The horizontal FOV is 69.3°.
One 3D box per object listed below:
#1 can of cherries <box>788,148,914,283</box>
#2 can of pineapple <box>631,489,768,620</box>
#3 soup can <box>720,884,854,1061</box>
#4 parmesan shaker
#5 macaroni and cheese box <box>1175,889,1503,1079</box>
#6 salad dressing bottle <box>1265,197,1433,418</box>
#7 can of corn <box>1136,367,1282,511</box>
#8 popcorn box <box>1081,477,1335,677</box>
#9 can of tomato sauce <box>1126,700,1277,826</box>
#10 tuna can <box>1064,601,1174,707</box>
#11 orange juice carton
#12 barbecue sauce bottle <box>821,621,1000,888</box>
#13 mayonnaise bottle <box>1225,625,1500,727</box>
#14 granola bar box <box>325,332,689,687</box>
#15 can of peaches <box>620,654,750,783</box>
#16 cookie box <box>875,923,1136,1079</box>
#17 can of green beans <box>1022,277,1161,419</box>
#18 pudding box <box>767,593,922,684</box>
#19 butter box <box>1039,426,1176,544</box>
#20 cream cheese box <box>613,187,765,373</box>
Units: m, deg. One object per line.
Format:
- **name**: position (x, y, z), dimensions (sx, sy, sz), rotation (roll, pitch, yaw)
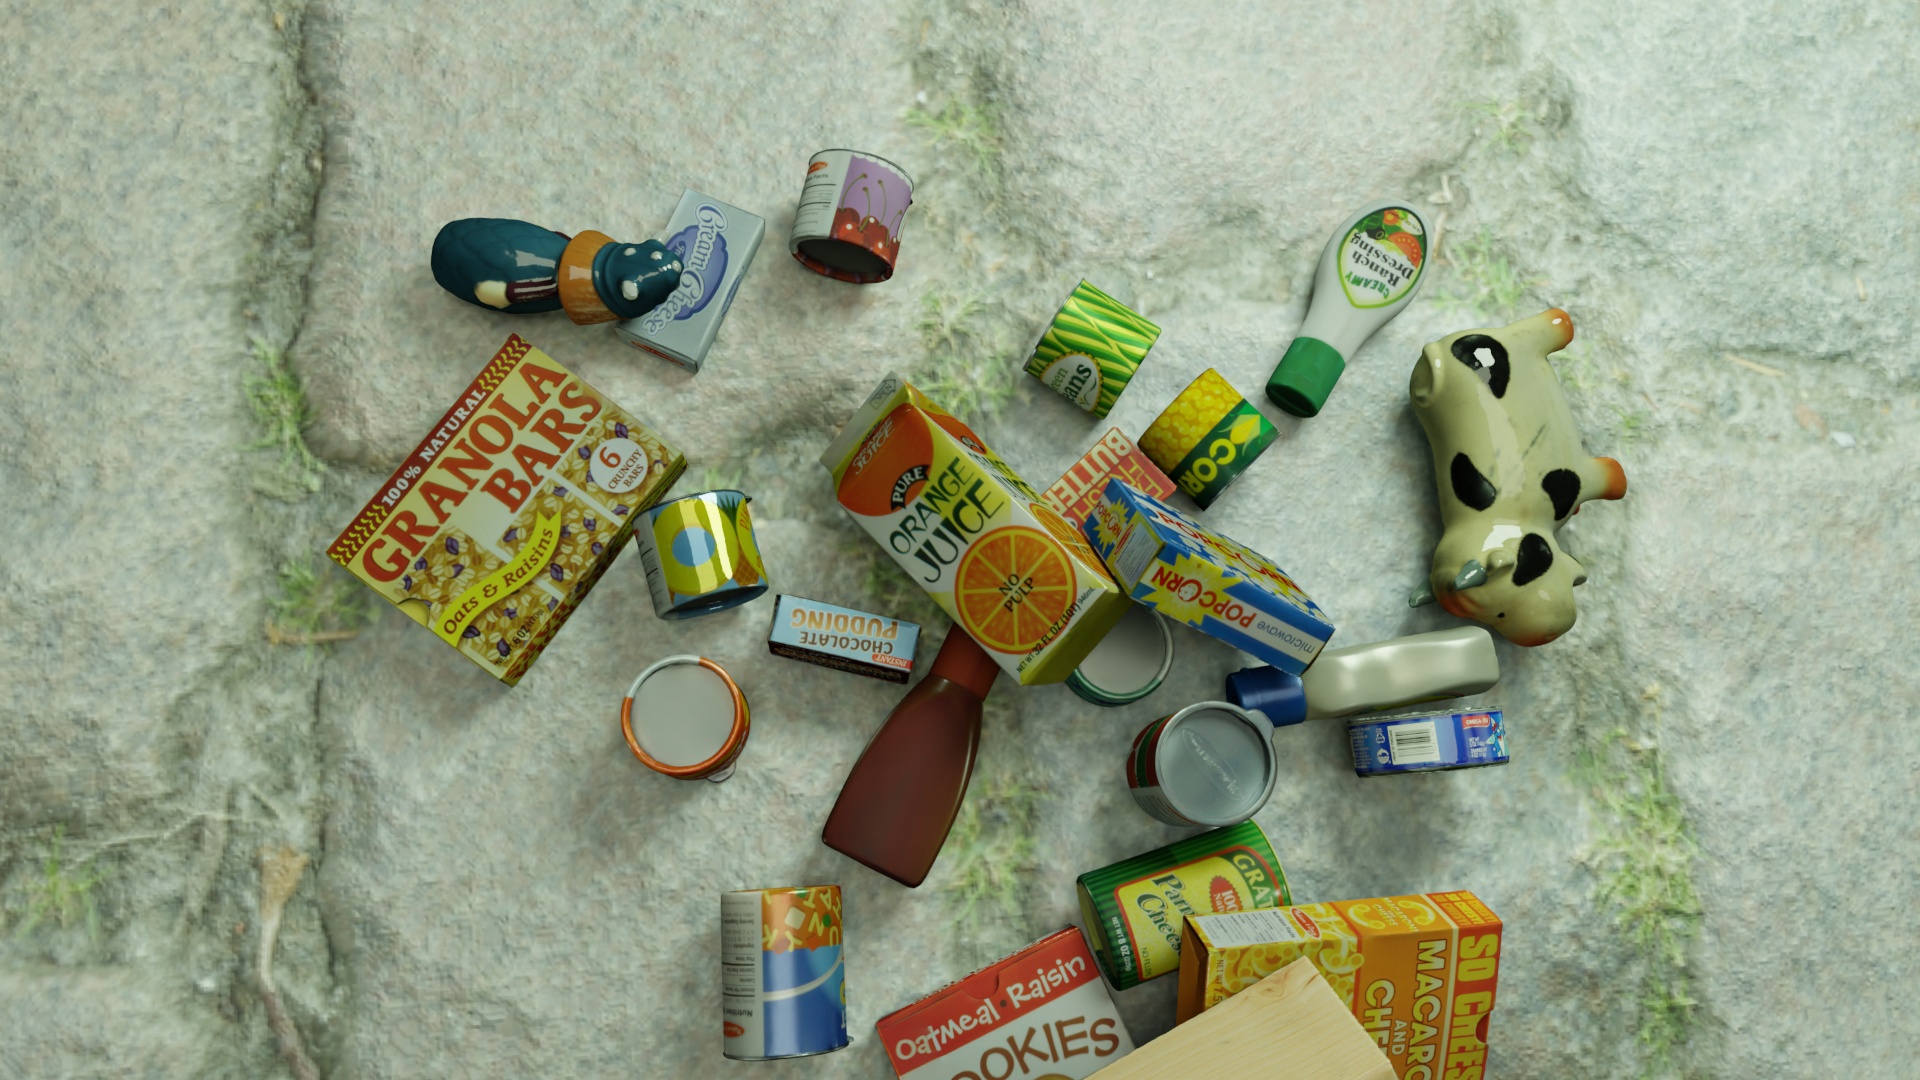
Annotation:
- **can of cherries**: position (-0.064, -0.194, 0.843), dimensions (0.071, 0.071, 0.058), rotation (12, 77, -2)
- **can of pineapple**: position (-0.146, 0.008, 0.789), dimensions (0.071, 0.071, 0.058), rotation (-15, 80, -8)
- **soup can**: position (-0.092, 0.229, 0.745), dimensions (0.071, 0.071, 0.084), rotation (-2, 77, -5)
- **parmesan shaker**: position (0.124, 0.204, 0.769), dimensions (0.103, 0.071, 0.071), rotation (-17, 80, -8)
- **macaroni and cheese box**: position (0.200, 0.257, 0.743), dimensions (0.167, 0.040, 0.123), rotation (-2, 105, -11)
- **salad dressing bottle**: position (0.242, -0.145, 0.868), dimensions (0.064, 0.044, 0.148), rotation (33, 77, 2)
- **can of corn**: position (0.146, -0.059, 0.828), dimensions (0.071, 0.071, 0.058), rotation (-44, 84, -12)
- **popcorn box**: position (0.138, 0.021, 0.777), dimensions (0.126, 0.085, 0.038), rotation (26, 108, -24)
- **can of tomato sauce**: position (0.134, 0.125, 0.778), dimensions (0.071, 0.083, 0.071), rotation (1, 78, -5)
- **tuna can**: position (0.088, 0.063, 0.814), dimensions (0.071, 0.032, 0.071), rotation (1, 77, -5)
- **orange juice carton**: position (0.003, -0.010, 0.782), dimensions (0.193, 0.073, 0.071), rotation (44, 103, 18)
- **barbecue sauce bottle**: position (-0.019, 0.117, 0.787), dimensions (0.065, 0.043, 0.149), rotation (26, 76, 2)
- **mayonnaise bottle**: position (0.231, 0.082, 0.809), dimensions (0.148, 0.064, 0.041), rotation (-10, 80, -3)
- **granola bar box**: position (-0.257, -0.019, 0.799), dimensions (0.124, 0.039, 0.166), rotation (35, 77, 4)
- **can of peaches**: position (-0.150, 0.101, 0.772), dimensions (0.071, 0.058, 0.071), rotation (1, 77, -5)
- **cookie box**: position (0.044, 0.311, 0.750), dimensions (0.123, 0.040, 0.167), rotation (-24, 81, -9)
- **can of green beans**: position (0.080, -0.115, 0.836), dimensions (0.058, 0.071, 0.071), rotation (33, 77, 2)
- **pudding box**: position (-0.067, 0.057, 0.793), dimensions (0.084, 0.049, 0.030), rotation (13, 75, -3)
- **butter box**: position (0.073, -0.014, 0.820), dimensions (0.103, 0.024, 0.053), rotation (-43, 84, 4)
- **cream cheese box**: position (-0.164, -0.159, 0.846), dimensions (0.053, 0.024, 0.104), rotation (23, 77, 0)
